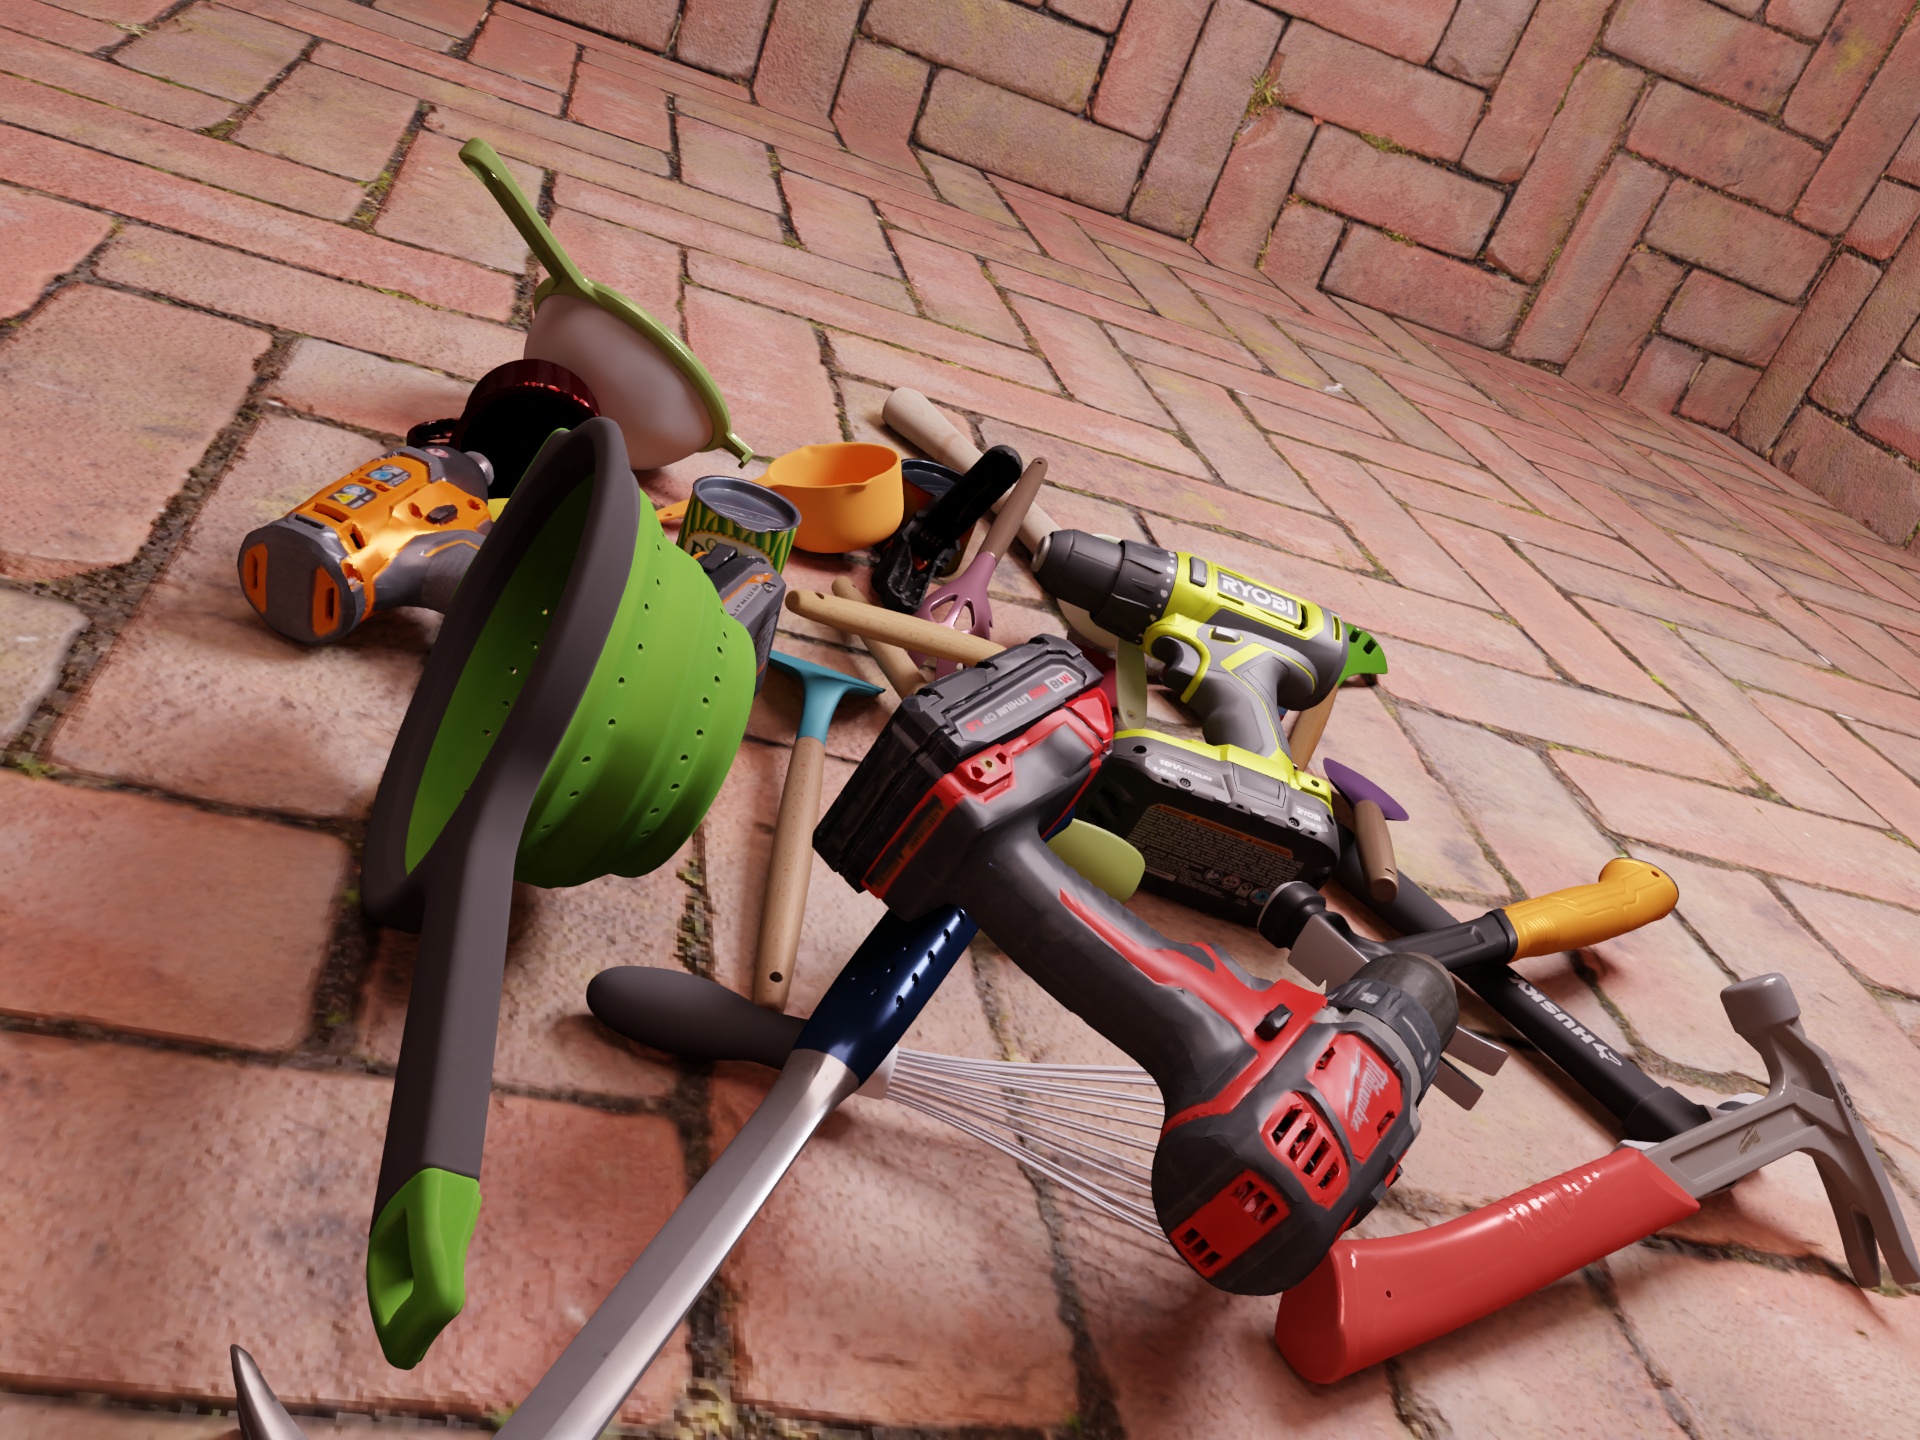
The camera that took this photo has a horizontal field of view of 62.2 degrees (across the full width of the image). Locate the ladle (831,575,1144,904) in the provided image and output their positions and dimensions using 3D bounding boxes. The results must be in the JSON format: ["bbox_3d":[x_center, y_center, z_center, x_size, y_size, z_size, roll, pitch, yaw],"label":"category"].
[{"bbox_3d":[-0.001,-0.003,0.850,0.078,0.062,0.321,39,10,-42],"label":"ladle"}]

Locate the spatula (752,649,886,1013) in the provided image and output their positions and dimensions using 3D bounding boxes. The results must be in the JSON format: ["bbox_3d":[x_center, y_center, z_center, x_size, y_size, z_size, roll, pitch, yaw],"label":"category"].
[{"bbox_3d":[-0.077,0.037,0.767,0.082,0.044,0.318,19,31,-11],"label":"spatula"}]

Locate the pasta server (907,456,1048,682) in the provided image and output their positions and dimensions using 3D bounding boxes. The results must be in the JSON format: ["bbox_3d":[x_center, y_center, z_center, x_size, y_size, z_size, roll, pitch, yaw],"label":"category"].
[{"bbox_3d":[0.020,-0.109,1.056,0.060,0.040,0.316,23,32,2],"label":"pasta server"}]

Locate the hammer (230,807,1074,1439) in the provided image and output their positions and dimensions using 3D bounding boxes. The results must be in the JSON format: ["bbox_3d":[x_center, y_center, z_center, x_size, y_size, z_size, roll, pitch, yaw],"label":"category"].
[{"bbox_3d":[-0.056,0.121,0.532,0.144,0.035,0.406,22,34,14],"label":"hammer"}]

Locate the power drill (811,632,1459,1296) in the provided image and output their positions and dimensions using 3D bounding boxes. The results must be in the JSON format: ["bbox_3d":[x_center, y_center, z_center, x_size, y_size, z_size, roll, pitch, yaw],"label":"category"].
[{"bbox_3d":[0.078,0.075,0.581,0.227,0.080,0.188,46,36,14],"label":"power drill"}]

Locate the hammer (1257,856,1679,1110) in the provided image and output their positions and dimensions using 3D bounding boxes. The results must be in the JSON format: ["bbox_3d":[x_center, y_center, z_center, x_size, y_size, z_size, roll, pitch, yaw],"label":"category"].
[{"bbox_3d":[0.297,0.113,0.823,0.336,0.034,0.127,-4,36,-44],"label":"hammer"}]

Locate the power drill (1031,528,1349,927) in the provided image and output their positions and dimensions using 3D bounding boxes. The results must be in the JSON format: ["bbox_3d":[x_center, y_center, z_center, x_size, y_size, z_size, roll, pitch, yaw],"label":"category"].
[{"bbox_3d":[0.124,-0.012,0.882,0.190,0.080,0.229,20,41,-9],"label":"power drill"}]

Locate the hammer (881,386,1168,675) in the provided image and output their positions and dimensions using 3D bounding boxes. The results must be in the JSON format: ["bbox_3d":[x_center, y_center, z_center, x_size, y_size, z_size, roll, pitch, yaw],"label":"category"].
[{"bbox_3d":[0.055,-0.153,1.206,0.146,0.038,0.411,5,31,-35],"label":"hammer"}]

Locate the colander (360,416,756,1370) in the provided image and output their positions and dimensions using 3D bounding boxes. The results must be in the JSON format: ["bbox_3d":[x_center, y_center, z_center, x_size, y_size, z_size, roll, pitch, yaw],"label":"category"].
[{"bbox_3d":[-0.131,0.043,0.547,0.094,0.204,0.398,26,27,-27],"label":"colander"}]

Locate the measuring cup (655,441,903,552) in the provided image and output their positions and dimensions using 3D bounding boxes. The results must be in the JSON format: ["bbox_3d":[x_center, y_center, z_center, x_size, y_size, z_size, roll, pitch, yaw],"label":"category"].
[{"bbox_3d":[-0.117,-0.132,1.029,0.173,0.052,0.095,-20,31,-22],"label":"measuring cup"}]

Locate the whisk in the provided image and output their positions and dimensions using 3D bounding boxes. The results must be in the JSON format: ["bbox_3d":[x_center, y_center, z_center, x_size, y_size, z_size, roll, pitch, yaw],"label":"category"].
[{"bbox_3d":[-0.003,0.139,0.602,0.284,0.070,0.070,17,27,-3],"label":"whisk"}]

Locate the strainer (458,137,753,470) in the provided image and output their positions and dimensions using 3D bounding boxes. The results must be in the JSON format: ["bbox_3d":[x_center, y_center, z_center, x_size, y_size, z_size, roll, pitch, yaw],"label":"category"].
[{"bbox_3d":[-0.242,-0.233,0.971,0.152,0.069,0.256,22,-21,32],"label":"strainer"}]

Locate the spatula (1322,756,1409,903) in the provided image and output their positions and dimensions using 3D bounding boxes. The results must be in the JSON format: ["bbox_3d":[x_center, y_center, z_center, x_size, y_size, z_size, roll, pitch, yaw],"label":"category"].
[{"bbox_3d":[0.224,0.056,0.864,0.060,0.018,0.316,31,13,7],"label":"spatula"}]

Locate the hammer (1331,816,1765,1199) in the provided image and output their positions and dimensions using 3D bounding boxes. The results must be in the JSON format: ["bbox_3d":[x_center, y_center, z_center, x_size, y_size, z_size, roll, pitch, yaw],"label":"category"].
[{"bbox_3d":[0.266,0.126,0.852,0.146,0.035,0.335,-4,37,-43],"label":"hammer"}]

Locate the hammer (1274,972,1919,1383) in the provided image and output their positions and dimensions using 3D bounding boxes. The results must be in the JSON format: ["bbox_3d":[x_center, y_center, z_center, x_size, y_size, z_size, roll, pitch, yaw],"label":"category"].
[{"bbox_3d":[0.273,0.211,0.663,0.359,0.036,0.149,-7,72,-34],"label":"hammer"}]

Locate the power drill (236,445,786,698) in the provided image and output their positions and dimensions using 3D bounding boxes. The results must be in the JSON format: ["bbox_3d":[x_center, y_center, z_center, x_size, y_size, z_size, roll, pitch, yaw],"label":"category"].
[{"bbox_3d":[-0.207,-0.068,0.783,0.226,0.084,0.164,22,33,5],"label":"power drill"}]

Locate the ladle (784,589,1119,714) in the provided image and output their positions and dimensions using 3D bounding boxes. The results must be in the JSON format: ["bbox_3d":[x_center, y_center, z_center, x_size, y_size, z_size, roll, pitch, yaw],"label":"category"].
[{"bbox_3d":[0.009,-0.039,0.889,0.069,0.031,0.315,46,19,31],"label":"ladle"}]

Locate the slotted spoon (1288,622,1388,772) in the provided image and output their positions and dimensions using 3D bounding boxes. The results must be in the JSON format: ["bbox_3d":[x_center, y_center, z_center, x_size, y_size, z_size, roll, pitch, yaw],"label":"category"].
[{"bbox_3d":[0.256,-0.015,1.118,0.070,0.031,0.314,28,28,10],"label":"slotted spoon"}]

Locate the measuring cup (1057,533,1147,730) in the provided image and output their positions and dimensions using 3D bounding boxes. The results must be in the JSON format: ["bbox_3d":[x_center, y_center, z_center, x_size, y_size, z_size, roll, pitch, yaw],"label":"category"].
[{"bbox_3d":[0.094,-0.046,0.978,0.083,0.038,0.168,22,44,-19],"label":"measuring cup"}]
